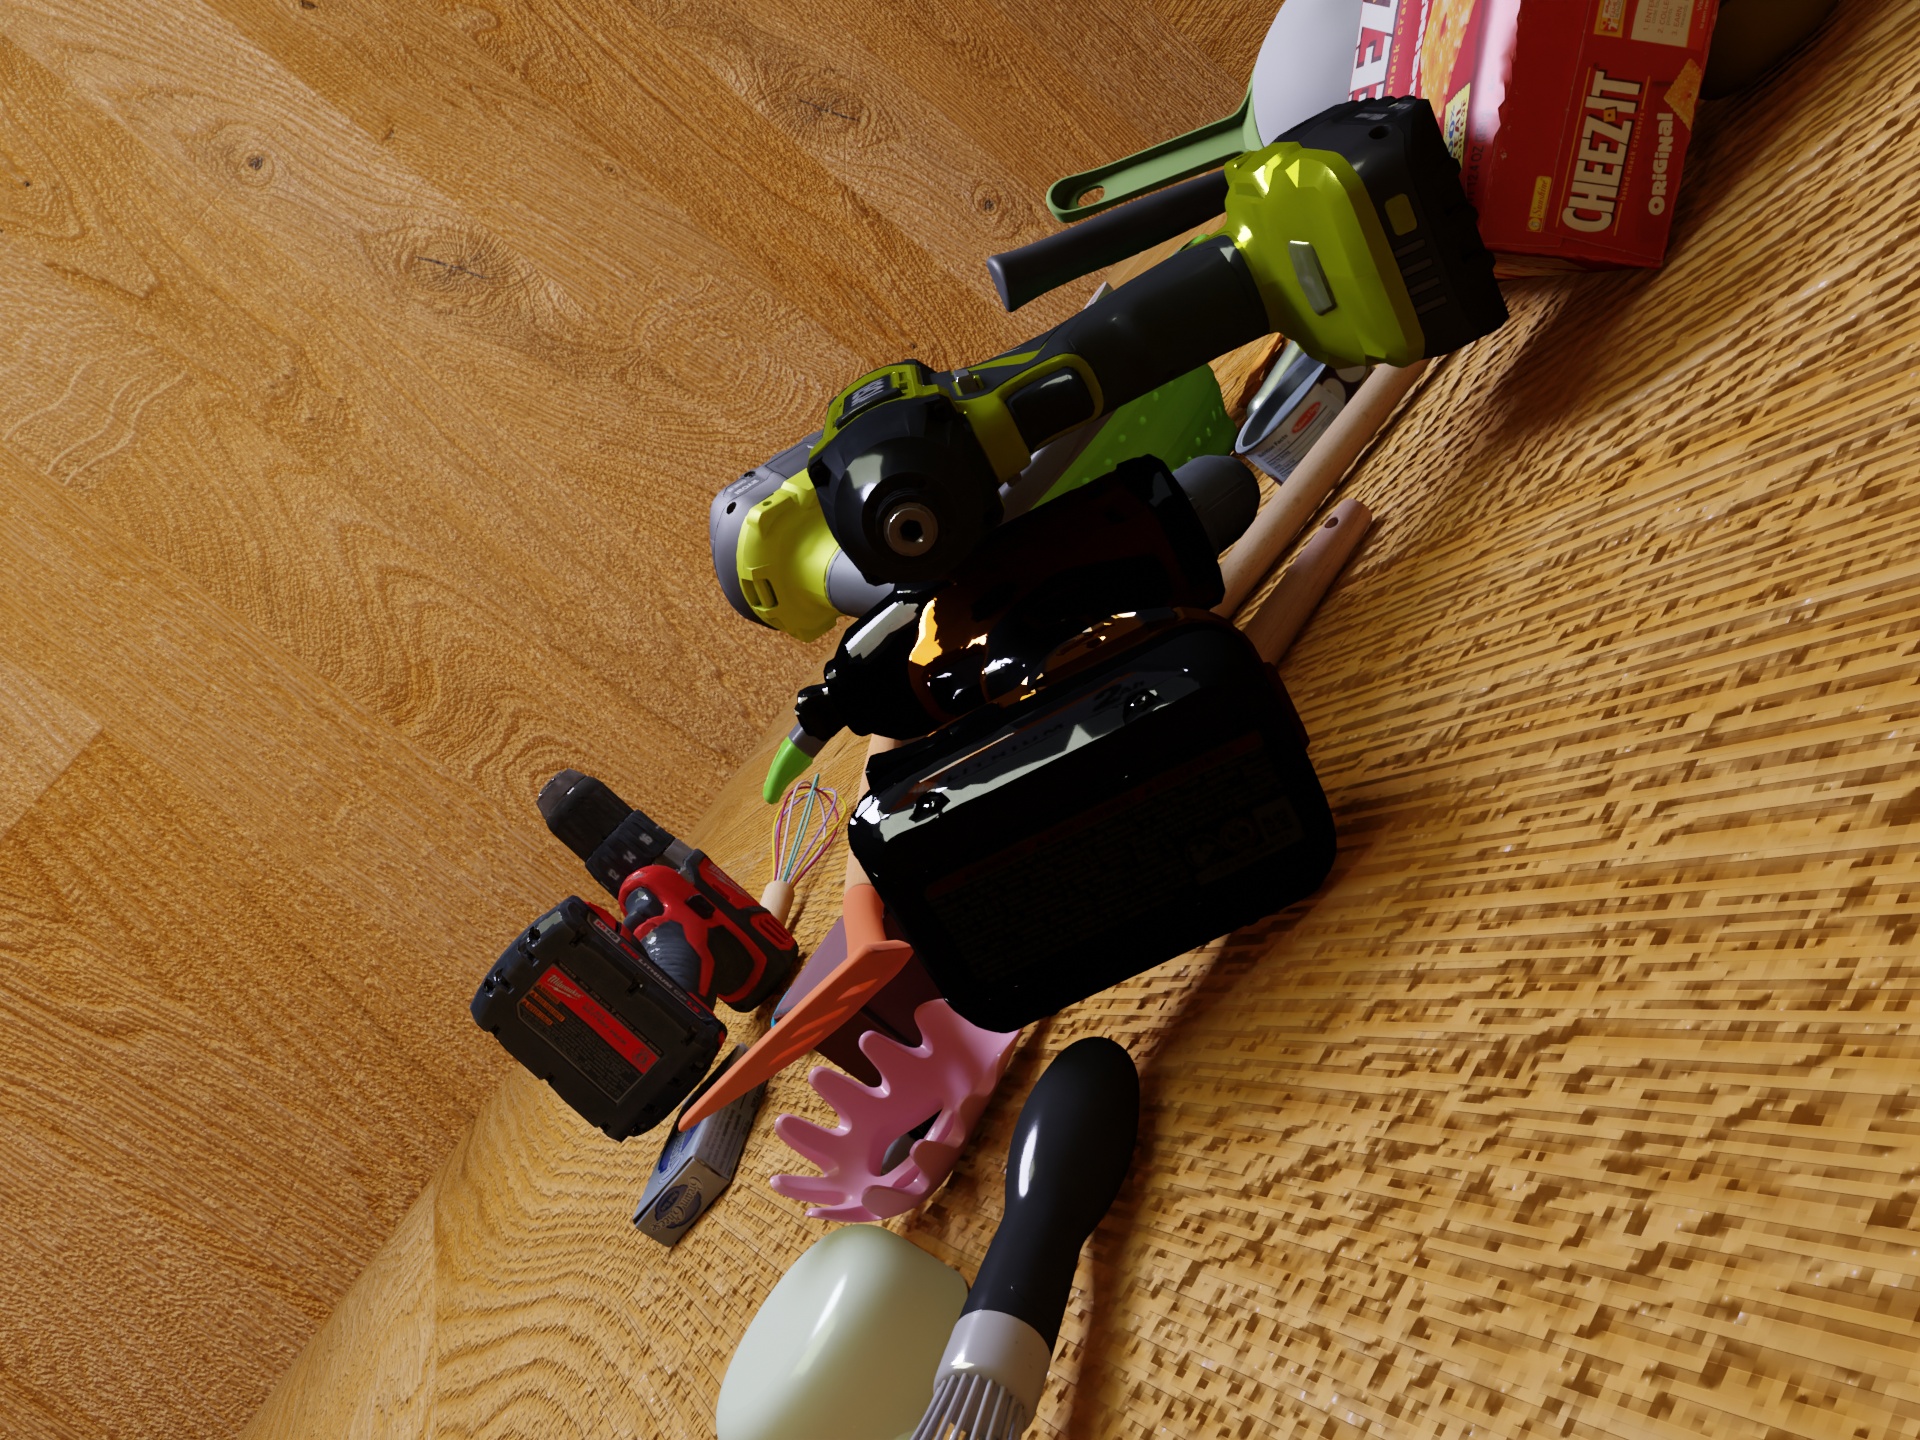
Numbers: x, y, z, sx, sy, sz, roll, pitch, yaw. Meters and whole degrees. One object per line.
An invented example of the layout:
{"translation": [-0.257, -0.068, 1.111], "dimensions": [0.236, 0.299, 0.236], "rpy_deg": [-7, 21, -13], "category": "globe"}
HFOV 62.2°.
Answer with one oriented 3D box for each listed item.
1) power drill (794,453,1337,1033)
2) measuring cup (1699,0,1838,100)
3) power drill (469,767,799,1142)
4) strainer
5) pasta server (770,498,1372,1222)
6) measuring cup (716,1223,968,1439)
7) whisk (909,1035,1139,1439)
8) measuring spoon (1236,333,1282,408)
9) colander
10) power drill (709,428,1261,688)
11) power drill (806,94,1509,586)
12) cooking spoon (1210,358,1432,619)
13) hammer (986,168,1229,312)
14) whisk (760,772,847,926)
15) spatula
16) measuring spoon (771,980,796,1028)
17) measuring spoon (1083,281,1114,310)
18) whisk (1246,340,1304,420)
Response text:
{"translation": [0.018, -0.002, 0.510], "dimensions": [0.164, 0.084, 0.227], "rpy_deg": [-26, 23, 8], "category": "power drill"}
{"translation": [0.303, -0.268, 0.548], "dimensions": [0.156, 0.029, 0.062], "rpy_deg": [-42, 5, -13], "category": "measuring cup"}
{"translation": [-0.191, 0.117, 0.902], "dimensions": [0.080, 0.188, 0.227], "rpy_deg": [-47, 4, 13], "category": "power drill"}
{"translation": [0.150, -0.305, 0.765], "dimensions": [0.256, 0.069, 0.152], "rpy_deg": [-14, 69, 24], "category": "strainer"}
{"translation": [0.050, 0.039, 0.543], "dimensions": [0.060, 0.040, 0.316], "rpy_deg": [19, 67, 51], "category": "pasta server"}
{"translation": [-0.063, 0.210, 0.430], "dimensions": [0.167, 0.038, 0.083], "rpy_deg": [-51, 9, -8], "category": "measuring cup"}
{"translation": [-0.002, 0.155, 0.312], "dimensions": [0.070, 0.070, 0.285], "rpy_deg": [-46, 5, 33], "category": "whisk"}
{"translation": [0.184, -0.211, 0.958], "dimensions": [0.021, 0.011, 0.117], "rpy_deg": [-47, 6, 35], "category": "measuring spoon"}
{"translation": [0.039, -0.089, 0.911], "dimensions": [0.397, 0.094, 0.204], "rpy_deg": [-51, 9, 0], "category": "colander"}
{"translation": [0.007, -0.081, 0.740], "dimensions": [0.190, 0.080, 0.229], "rpy_deg": [-37, 38, -26], "category": "power drill"}
{"translation": [0.055, -0.119, 0.534], "dimensions": [0.223, 0.080, 0.171], "rpy_deg": [-27, 19, 6], "category": "power drill"}
{"translation": [0.106, -0.048, 0.666], "dimensions": [0.319, 0.017, 0.069], "rpy_deg": [-52, 9, 6], "category": "cooking spoon"}
{"translation": [0.161, -0.303, 0.892], "dimensions": [0.335, 0.035, 0.146], "rpy_deg": [-27, 9, -17], "category": "hammer"}
{"translation": [-0.121, 0.110, 1.136], "dimensions": [0.051, 0.047, 0.245], "rpy_deg": [-61, 8, 27], "category": "whisk"}
{"translation": [-0.041, 0.052, 0.600], "dimensions": [0.081, 0.041, 0.323], "rpy_deg": [-44, 14, 14], "category": "spatula"}
{"translation": [-0.049, 0.132, 0.769], "dimensions": [0.128, 0.021, 0.042], "rpy_deg": [-27, 26, 49], "category": "measuring spoon"}
{"translation": [0.055, -0.196, 0.920], "dimensions": [0.124, 0.018, 0.034], "rpy_deg": [-57, 8, 9], "category": "measuring spoon"}
{"translation": [0.217, -0.250, 0.821], "dimensions": [0.246, 0.059, 0.057], "rpy_deg": [-57, -29, -6], "category": "whisk"}
